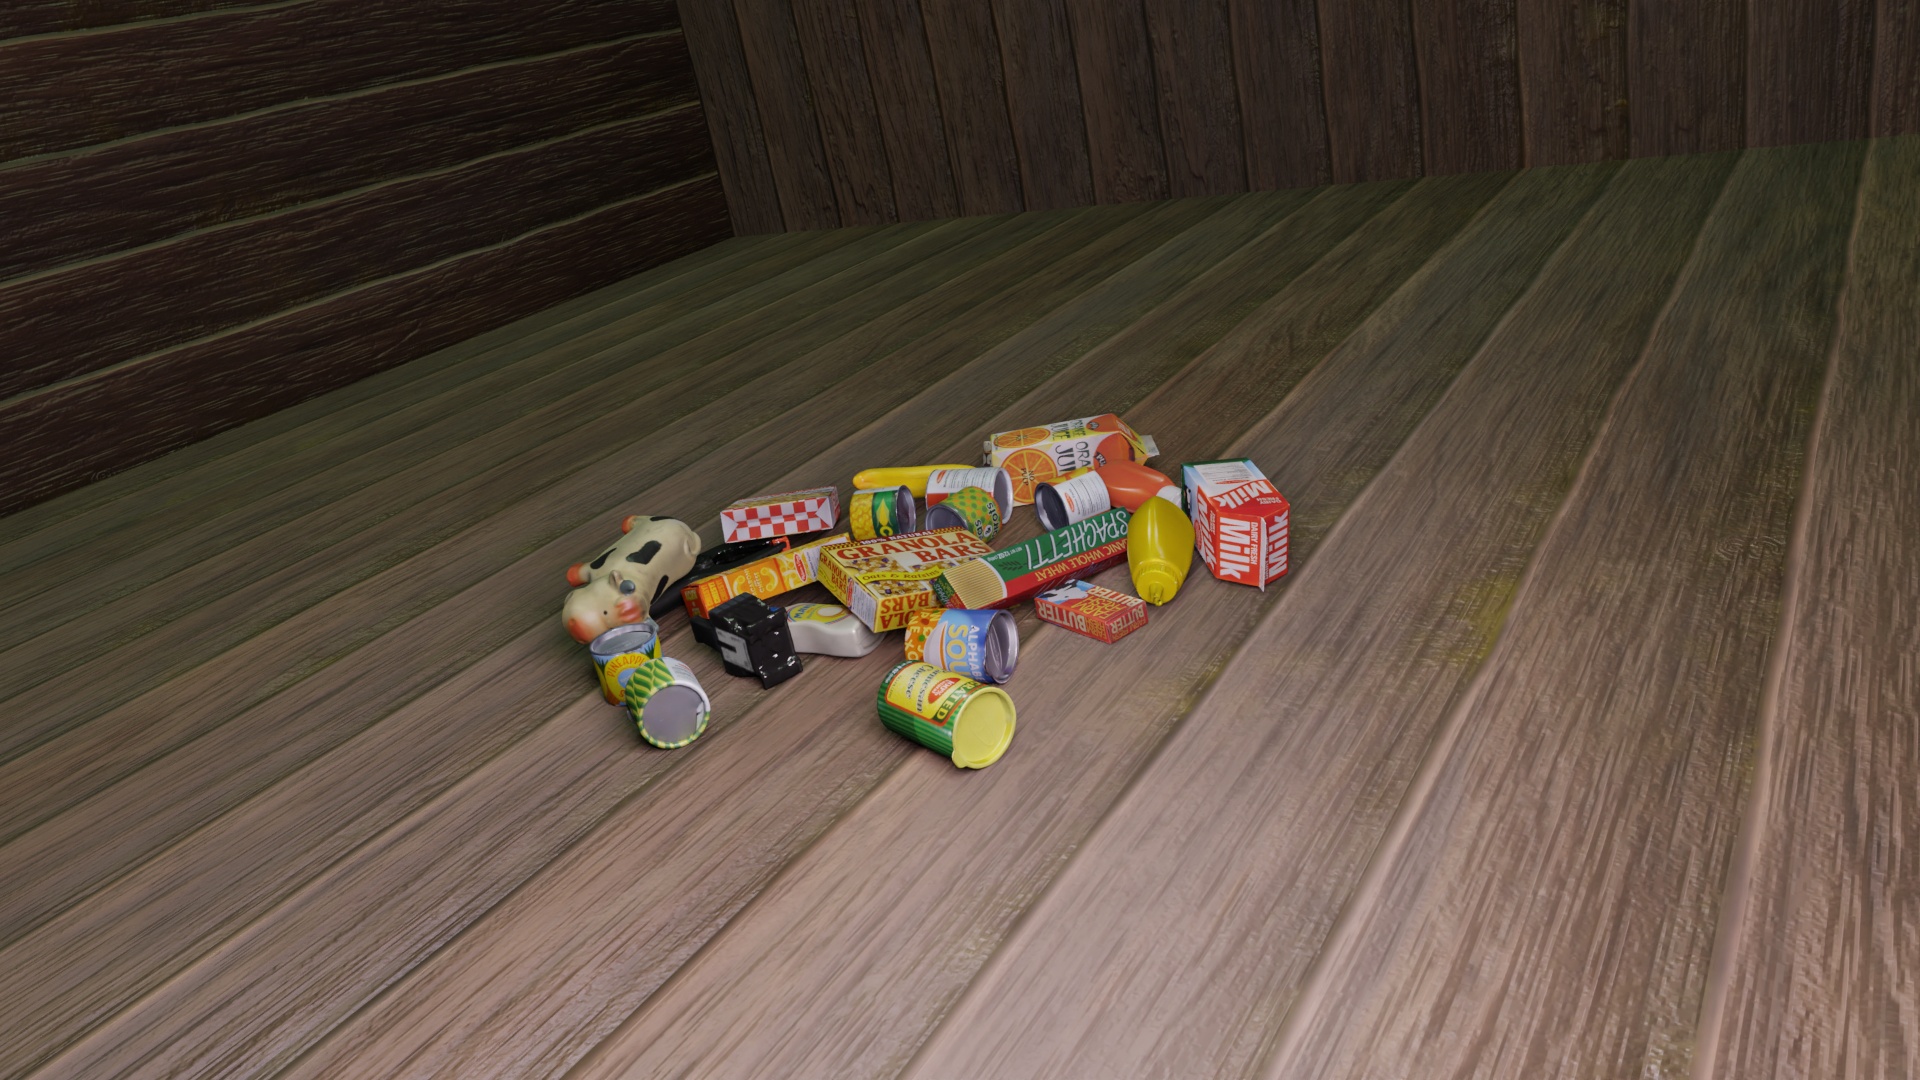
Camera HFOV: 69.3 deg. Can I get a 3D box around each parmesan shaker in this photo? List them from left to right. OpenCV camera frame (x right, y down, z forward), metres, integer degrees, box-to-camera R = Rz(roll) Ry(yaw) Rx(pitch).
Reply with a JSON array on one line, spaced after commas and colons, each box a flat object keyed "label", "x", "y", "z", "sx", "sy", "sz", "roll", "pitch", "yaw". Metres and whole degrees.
[{"label": "parmesan shaker", "x": -0.015, "y": 0.142, "z": 1.138, "sx": 0.071, "sy": 0.071, "sz": 0.103, "roll": -27, "pitch": 26, "yaw": -34}]

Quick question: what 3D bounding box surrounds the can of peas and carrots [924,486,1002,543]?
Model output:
[{"label": "can of peas and carrots", "x": 0.005, "y": -0.019, "z": 1.522, "sx": 0.071, "sy": 0.070, "sz": 0.059, "roll": 8, "pitch": 28, "yaw": 40}]

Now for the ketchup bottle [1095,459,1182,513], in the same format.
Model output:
[{"label": "ketchup bottle", "x": 0.206, "y": -0.052, "z": 1.530, "sx": 0.065, "sy": 0.043, "sz": 0.149, "roll": -22, "pitch": 24, "yaw": -21}]

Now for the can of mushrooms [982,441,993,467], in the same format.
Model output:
[{"label": "can of mushrooms", "x": 0.063, "y": -0.107, "z": 1.722, "sx": 0.071, "sy": 0.033, "sz": 0.071, "roll": 1, "pitch": 3, "yaw": 0}]

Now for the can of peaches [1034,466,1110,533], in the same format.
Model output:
[{"label": "can of peaches", "x": 0.121, "y": -0.042, "z": 1.520, "sx": 0.058, "sy": 0.071, "sz": 0.071, "roll": -22, "pitch": 24, "yaw": -24}]

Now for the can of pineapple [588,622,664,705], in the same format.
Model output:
[{"label": "can of pineapple", "x": -0.321, "y": 0.121, "z": 1.351, "sx": 0.071, "sy": 0.057, "sz": 0.071, "roll": -10, "pitch": 22, "yaw": 4}]

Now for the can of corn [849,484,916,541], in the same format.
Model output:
[{"label": "can of corn", "x": -0.088, "y": -0.026, "z": 1.589, "sx": 0.058, "sy": 0.071, "sz": 0.071, "roll": -5, "pitch": 22, "yaw": 18}]

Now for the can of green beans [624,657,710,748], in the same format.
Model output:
[{"label": "can of green beans", "x": -0.264, "y": 0.146, "z": 1.249, "sx": 0.071, "sy": 0.071, "sz": 0.058, "roll": -19, "pitch": 23, "yaw": -18}]

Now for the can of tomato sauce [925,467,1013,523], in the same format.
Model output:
[{"label": "can of tomato sauce", "x": 0.012, "y": -0.049, "z": 1.595, "sx": 0.083, "sy": 0.071, "sz": 0.071, "roll": -1, "pitch": 24, "yaw": 23}]

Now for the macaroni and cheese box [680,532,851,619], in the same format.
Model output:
[{"label": "macaroni and cheese box", "x": -0.204, "y": 0.038, "z": 1.470, "sx": 0.167, "sy": 0.040, "sz": 0.123, "roll": -20, "pitch": 3, "yaw": -20}]

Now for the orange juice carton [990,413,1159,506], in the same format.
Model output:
[{"label": "orange juice carton", "x": 0.135, "y": -0.097, "z": 1.639, "sx": 0.193, "sy": 0.072, "sz": 0.072, "roll": -9, "pitch": 21, "yaw": 4}]

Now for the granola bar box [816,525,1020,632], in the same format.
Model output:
[{"label": "granola bar box", "x": -0.040, "y": 0.034, "z": 1.371, "sx": 0.166, "sy": 0.039, "sz": 0.124, "roll": -9, "pitch": 28, "yaw": -31}]

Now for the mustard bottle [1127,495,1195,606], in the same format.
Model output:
[{"label": "mustard bottle", "x": 0.191, "y": 0.018, "z": 1.343, "sx": 0.048, "sy": 0.065, "sz": 0.161, "roll": -48, "pitch": 12, "yaw": 31}]

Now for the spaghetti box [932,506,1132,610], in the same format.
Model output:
[{"label": "spaghetti box", "x": 0.084, "y": 0.022, "z": 1.359, "sx": 0.251, "sy": 0.028, "sz": 0.050, "roll": -19, "pitch": 66, "yaw": -37}]

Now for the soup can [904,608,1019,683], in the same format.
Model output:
[{"label": "soup can", "x": 0.000, "y": 0.095, "z": 1.243, "sx": 0.084, "sy": 0.071, "sz": 0.072, "roll": -1, "pitch": 24, "yaw": 27}]

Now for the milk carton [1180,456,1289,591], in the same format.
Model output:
[{"label": "milk carton", "x": 0.273, "y": -0.018, "z": 1.367, "sx": 0.073, "sy": 0.072, "sz": 0.191, "roll": -5, "pitch": 21, "yaw": -3}]

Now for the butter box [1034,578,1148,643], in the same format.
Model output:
[{"label": "butter box", "x": 0.123, "y": 0.065, "z": 1.310, "sx": 0.053, "sy": 0.024, "sz": 0.103, "roll": -25, "pitch": 25, "yaw": -31}]

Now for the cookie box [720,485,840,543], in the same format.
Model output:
[{"label": "cookie box", "x": -0.208, "y": -0.031, "z": 1.637, "sx": 0.123, "sy": 0.040, "sz": 0.167, "roll": -8, "pitch": 7, "yaw": -1}]

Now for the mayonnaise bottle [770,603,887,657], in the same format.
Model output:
[{"label": "mayonnaise bottle", "x": -0.149, "y": 0.086, "z": 1.373, "sx": 0.148, "sy": 0.041, "sz": 0.065, "roll": 2, "pitch": 24, "yaw": 29}]
